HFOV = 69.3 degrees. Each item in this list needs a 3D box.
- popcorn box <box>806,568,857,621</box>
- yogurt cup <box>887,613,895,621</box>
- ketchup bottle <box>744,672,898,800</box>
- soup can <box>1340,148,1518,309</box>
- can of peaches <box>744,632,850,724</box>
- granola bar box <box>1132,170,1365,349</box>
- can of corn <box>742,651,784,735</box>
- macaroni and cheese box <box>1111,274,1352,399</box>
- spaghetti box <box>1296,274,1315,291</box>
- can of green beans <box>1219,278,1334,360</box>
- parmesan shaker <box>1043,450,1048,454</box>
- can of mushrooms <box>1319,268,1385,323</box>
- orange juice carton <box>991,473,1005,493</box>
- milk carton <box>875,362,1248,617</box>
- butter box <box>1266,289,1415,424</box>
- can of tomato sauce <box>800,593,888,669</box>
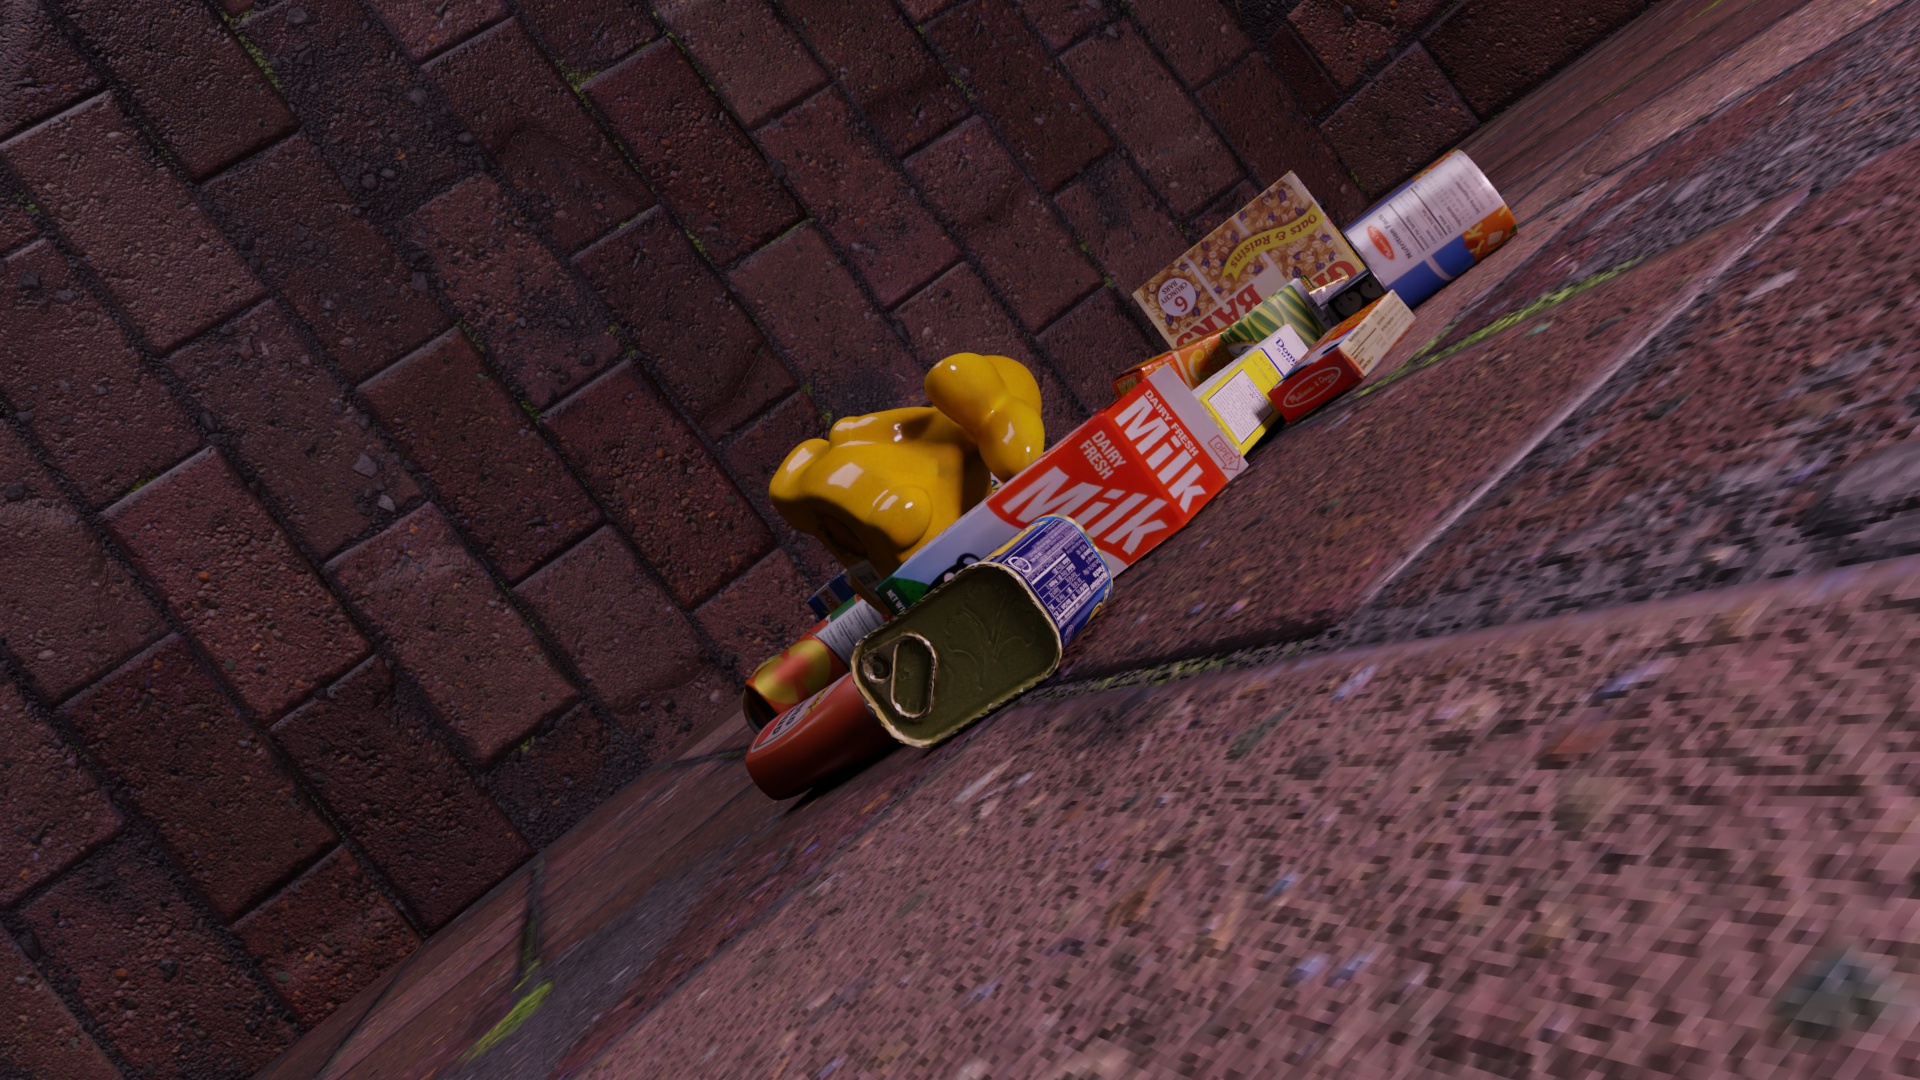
[{"bbox_3d":[-0.068,0.056,1.138,0.038,0.085,0.127,-38,2,17],"label":"popcorn box"},{"bbox_3d":[-0.016,0.041,0.931,0.073,0.072,0.053,-39,-6,-32],"label":"yogurt cup"},{"bbox_3d":[-0.055,0.093,0.728,0.148,0.043,0.065,-34,5,47],"label":"ketchup bottle"},{"bbox_3d":[0.291,-0.190,0.862,0.083,0.071,0.071,-36,2,17],"label":"soup can"},{"bbox_3d":[-0.108,0.105,0.959,0.058,0.071,0.071,-39,2,-20],"label":"can of peaches"},{"bbox_3d":[0.250,-0.212,1.179,0.165,0.124,0.039,-36,2,24],"label":"granola bar box"},{"bbox_3d":[-0.130,0.117,1.054,0.071,0.071,0.058,-37,3,-3],"label":"can of corn"},{"bbox_3d":[0.204,-0.142,1.044,0.166,0.040,0.124,-24,3,-3],"label":"macaroni and cheese box"},{"bbox_3d":[0.203,-0.130,1.179,0.249,0.050,0.029,-36,0,24],"label":"spaghetti box"},{"bbox_3d":[0.218,-0.135,0.942,0.071,0.058,0.071,-37,2,2],"label":"can of green beans"},{"bbox_3d":[0.052,-0.015,0.939,0.071,0.071,0.103,-36,3,33],"label":"parmesan shaker"},{"bbox_3d":[0.283,-0.169,0.945,0.071,0.033,0.071,-37,3,2],"label":"can of mushrooms"},{"bbox_3d":[0.004,-0.013,1.049,0.193,0.072,0.072,-15,-36,-50],"label":"orange juice carton"},{"bbox_3d":[0.054,-0.008,0.734,0.190,0.072,0.073,-38,2,9],"label":"milk carton"},{"bbox_3d":[0.216,-0.104,0.782,0.053,0.024,0.104,-35,4,42],"label":"butter box"},{"bbox_3d":[-0.067,0.073,1.041,0.083,0.071,0.071,-38,2,5],"label":"can of tomato sauce"}]
